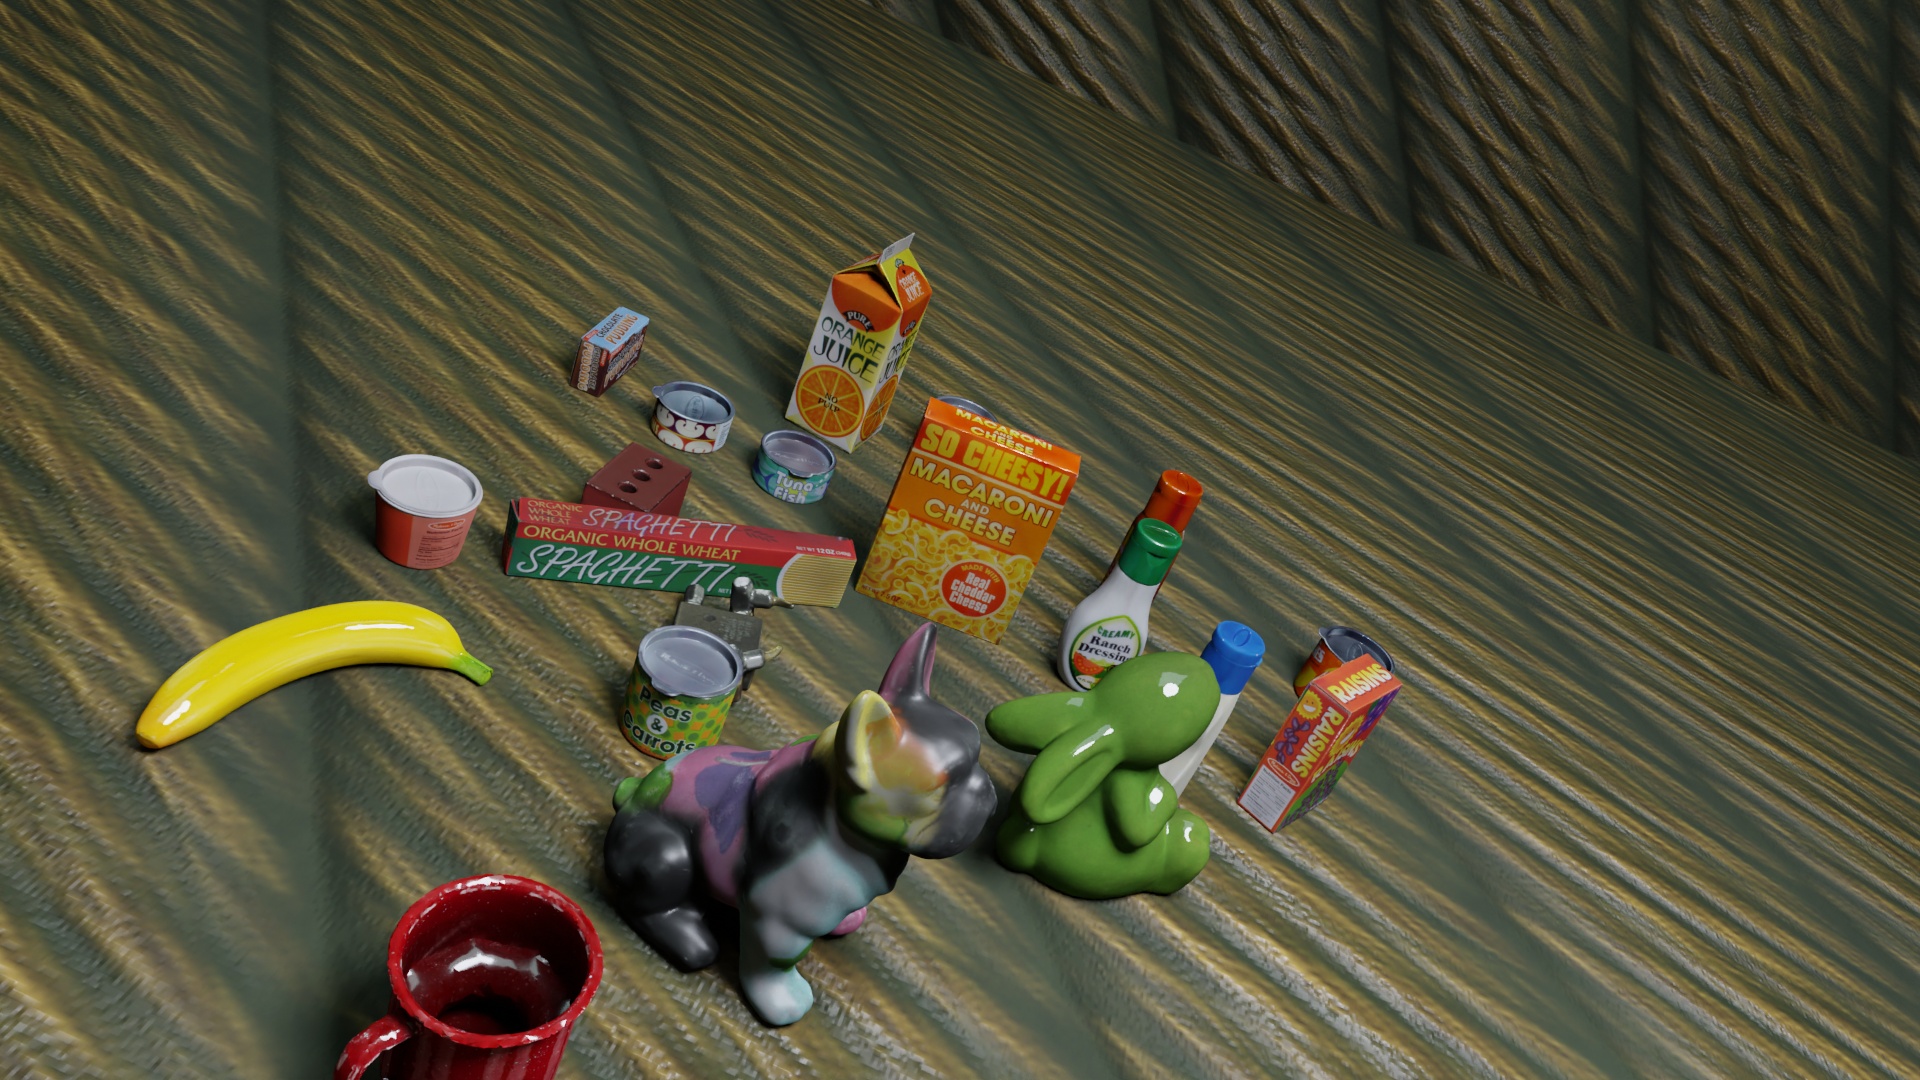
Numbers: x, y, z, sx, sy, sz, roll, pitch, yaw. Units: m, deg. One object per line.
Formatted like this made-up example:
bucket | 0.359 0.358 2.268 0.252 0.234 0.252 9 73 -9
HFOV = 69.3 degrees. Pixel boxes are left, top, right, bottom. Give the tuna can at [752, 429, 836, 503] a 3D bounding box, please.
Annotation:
tuna can | -0.140 -0.061 1.172 0.071 0.032 0.071 17 31 -11

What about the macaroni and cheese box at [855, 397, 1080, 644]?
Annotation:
macaroni and cheese box | 0.004 -0.013 1.064 0.124 0.165 0.040 21 30 -4

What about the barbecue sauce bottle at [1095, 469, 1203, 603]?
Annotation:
barbecue sauce bottle | 0.153 0.012 1.143 0.044 0.147 0.065 18 31 -10

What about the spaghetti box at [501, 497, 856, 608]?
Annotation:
spaghetti box | -0.199 0.011 1.004 0.250 0.050 0.029 7 34 -25

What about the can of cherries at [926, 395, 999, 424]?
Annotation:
can of cherries | -0.007 -0.094 1.288 0.071 0.058 0.072 17 31 -11

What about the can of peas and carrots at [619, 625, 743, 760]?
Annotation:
can of peas and carrots | -0.178 0.098 0.875 0.071 0.058 0.071 17 31 -11

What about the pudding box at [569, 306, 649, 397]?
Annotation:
pudding box | -0.305 -0.165 1.207 0.030 0.049 0.084 24 30 0

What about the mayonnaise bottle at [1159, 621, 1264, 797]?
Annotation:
mayonnaise bottle | 0.165 0.123 0.979 0.041 0.147 0.065 32 31 15

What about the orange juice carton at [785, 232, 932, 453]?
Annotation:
orange juice carton | -0.085 -0.183 1.242 0.073 0.191 0.072 29 31 9

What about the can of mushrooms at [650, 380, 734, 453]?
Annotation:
can of mushrooms | -0.230 -0.106 1.181 0.071 0.033 0.071 17 31 -11

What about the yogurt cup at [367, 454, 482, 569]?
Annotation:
yogurt cup | -0.361 -0.017 0.936 0.072 0.053 0.073 17 31 -11

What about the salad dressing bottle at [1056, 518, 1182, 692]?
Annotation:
salad dressing bottle | 0.122 0.051 1.062 0.064 0.147 0.044 17 31 -11

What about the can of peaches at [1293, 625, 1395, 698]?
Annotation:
can of peaches | 0.325 0.114 1.188 0.071 0.057 0.071 17 31 -11

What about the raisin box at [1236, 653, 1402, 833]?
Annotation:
raisin box | 0.266 0.150 1.029 0.086 0.122 0.040 -14 47 -46
